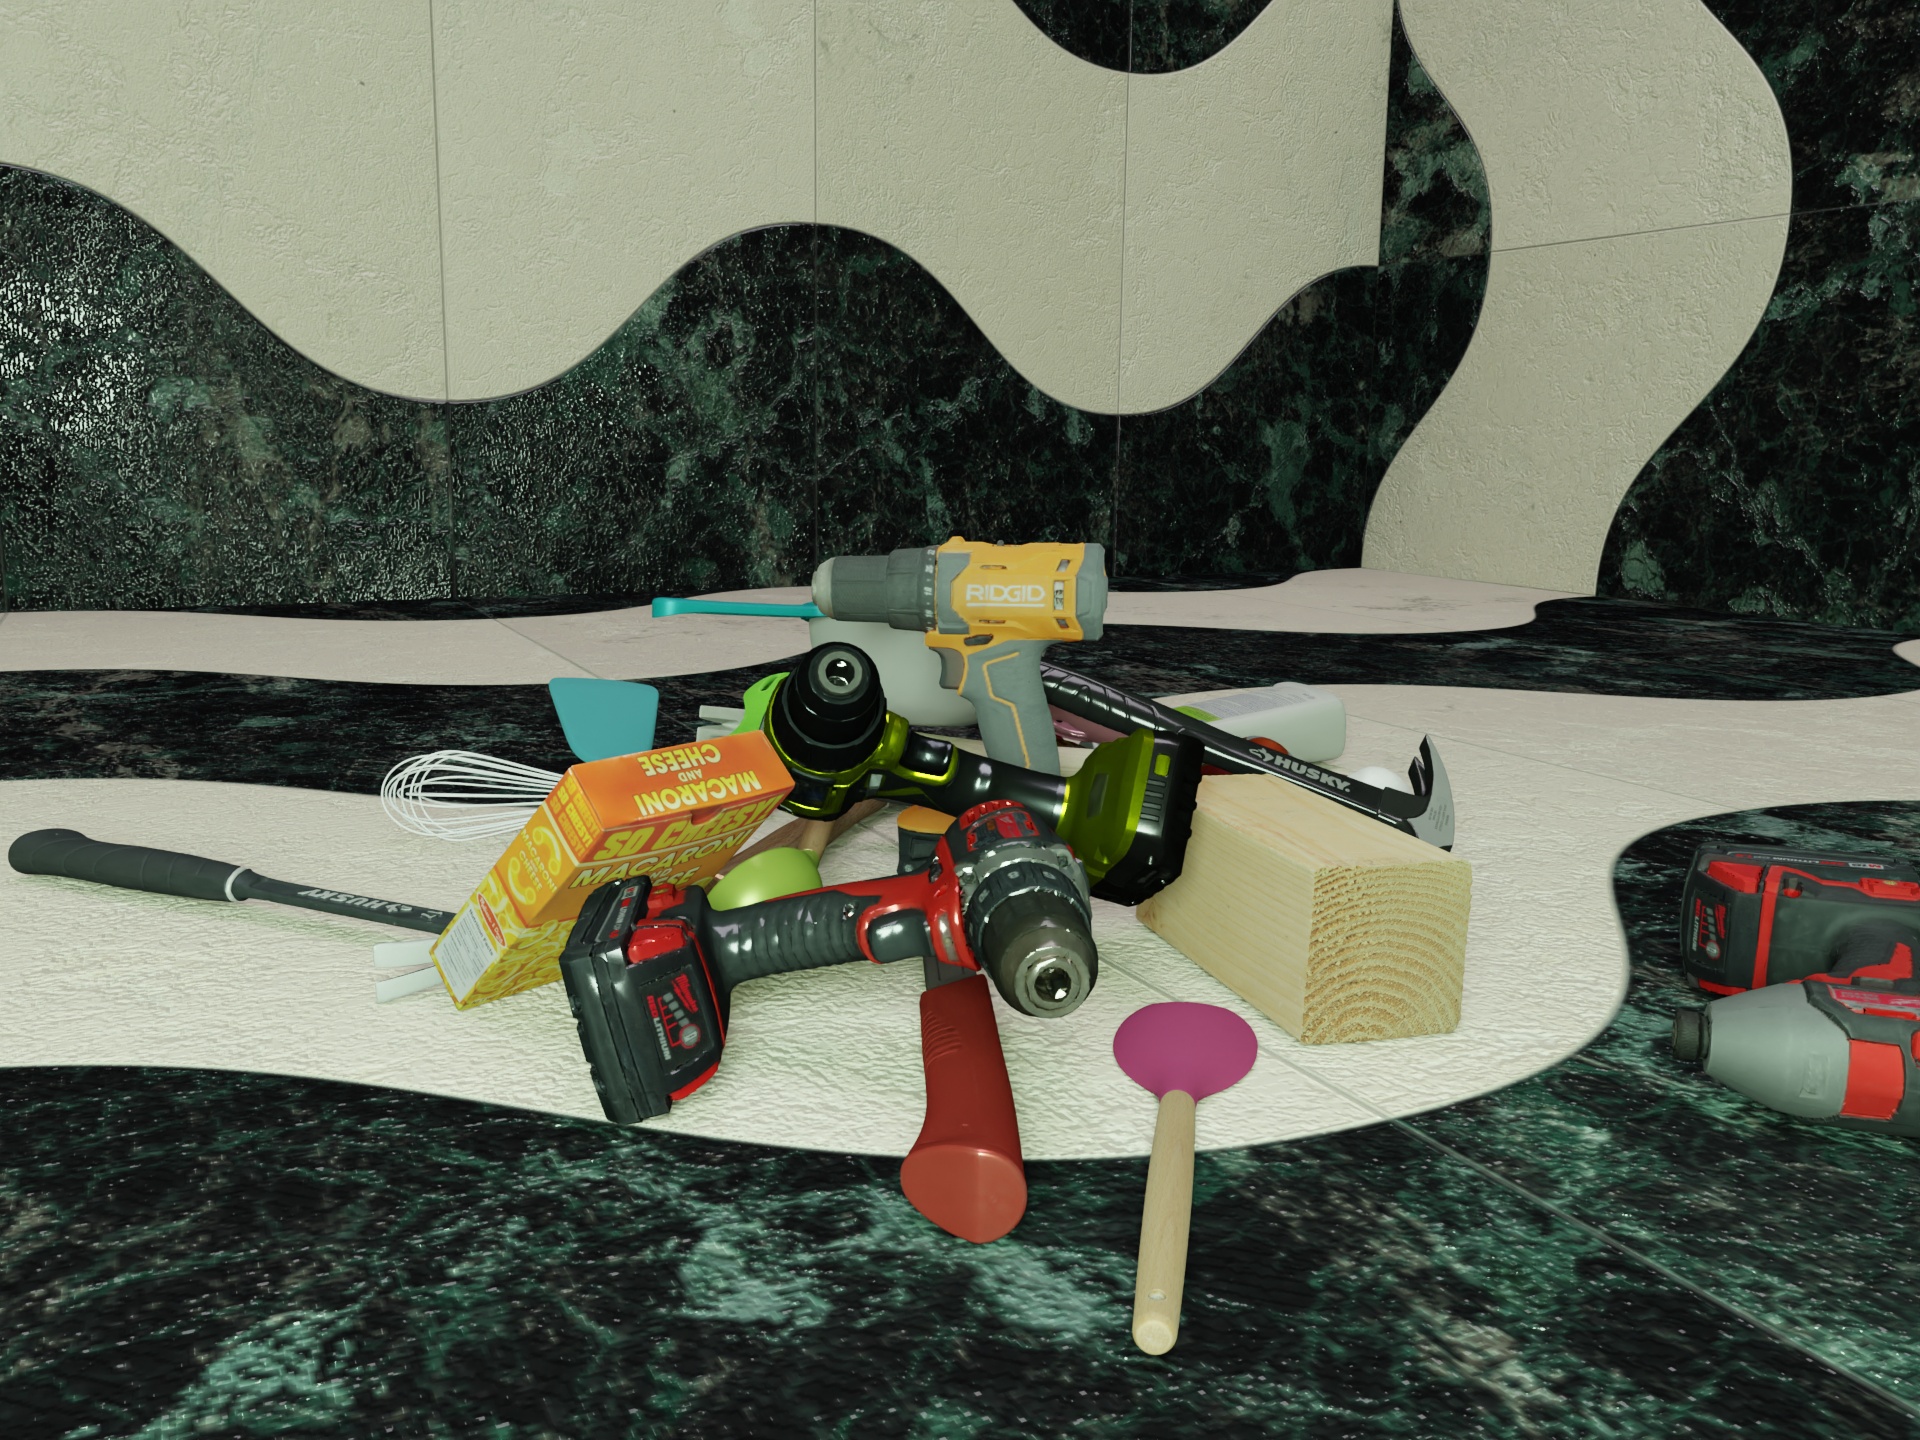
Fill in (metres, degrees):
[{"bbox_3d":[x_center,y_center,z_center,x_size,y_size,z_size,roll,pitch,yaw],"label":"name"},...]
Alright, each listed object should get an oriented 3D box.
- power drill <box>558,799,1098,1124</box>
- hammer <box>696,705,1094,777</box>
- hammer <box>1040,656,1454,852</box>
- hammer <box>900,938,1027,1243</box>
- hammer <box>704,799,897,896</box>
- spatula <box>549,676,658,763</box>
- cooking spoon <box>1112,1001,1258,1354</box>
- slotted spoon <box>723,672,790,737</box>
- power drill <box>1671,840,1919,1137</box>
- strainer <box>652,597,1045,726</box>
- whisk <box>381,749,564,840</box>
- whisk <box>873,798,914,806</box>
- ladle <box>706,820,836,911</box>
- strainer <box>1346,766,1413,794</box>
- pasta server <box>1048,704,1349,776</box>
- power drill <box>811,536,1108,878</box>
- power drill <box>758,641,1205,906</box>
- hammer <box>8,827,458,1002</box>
[{"bbox_3d":[-0.051,0.102,0.691,0.226,0.080,0.188,-14,12,-3],"label":"power drill"},{"bbox_3d":[-0.042,0.022,1.262,0.146,0.038,0.411,5,1,-43],"label":"hammer"},{"bbox_3d":[0.165,0.012,1.060,0.335,0.035,0.146,22,40,10],"label":"hammer"},{"bbox_3d":[0.008,0.142,0.749,0.149,0.036,0.359,0,10,-4],"label":"hammer"},{"bbox_3d":[-0.099,0.077,1.109,0.130,0.031,0.331,3,11,16],"label":"hammer"},{"bbox_3d":[-0.221,0.048,1.074,0.082,0.044,0.318,5,20,-23],"label":"spatula"},{"bbox_3d":[0.089,0.168,0.653,0.069,0.017,0.319,2,10,10],"label":"cooking spoon"},{"bbox_3d":[-0.181,0.029,1.184,0.070,0.031,0.314,14,30,17],"label":"slotted spoon"},{"bbox_3d":[0.409,0.127,0.758,0.143,0.078,0.219,4,13,18],"label":"power drill"},{"bbox_3d":[-0.079,-0.044,1.237,0.340,0.095,0.211,1,1,-33],"label":"strainer"},{"bbox_3d":[-0.272,0.057,1.161,0.284,0.070,0.070,2,9,-21],"label":"whisk"},{"bbox_3d":[0.039,0.055,1.092,0.239,0.055,0.055,6,11,17],"label":"whisk"},{"bbox_3d":[-0.101,0.070,0.972,0.062,0.078,0.320,31,14,-6],"label":"ladle"},{"bbox_3d":[0.286,0.074,1.141,0.087,0.050,0.258,20,20,19],"label":"strainer"},{"bbox_3d":[0.207,0.021,1.286,0.316,0.040,0.060,13,-25,6],"label":"pasta server"},{"bbox_3d":[-0.002,-0.003,1.009,0.185,0.226,0.084,2,10,6],"label":"power drill"},{"bbox_3d":[0.006,0.025,0.842,0.228,0.080,0.190,15,-18,-5],"label":"power drill"},{"bbox_3d":[-0.418,0.102,0.942,0.409,0.036,0.149,5,12,25],"label":"hammer"}]
